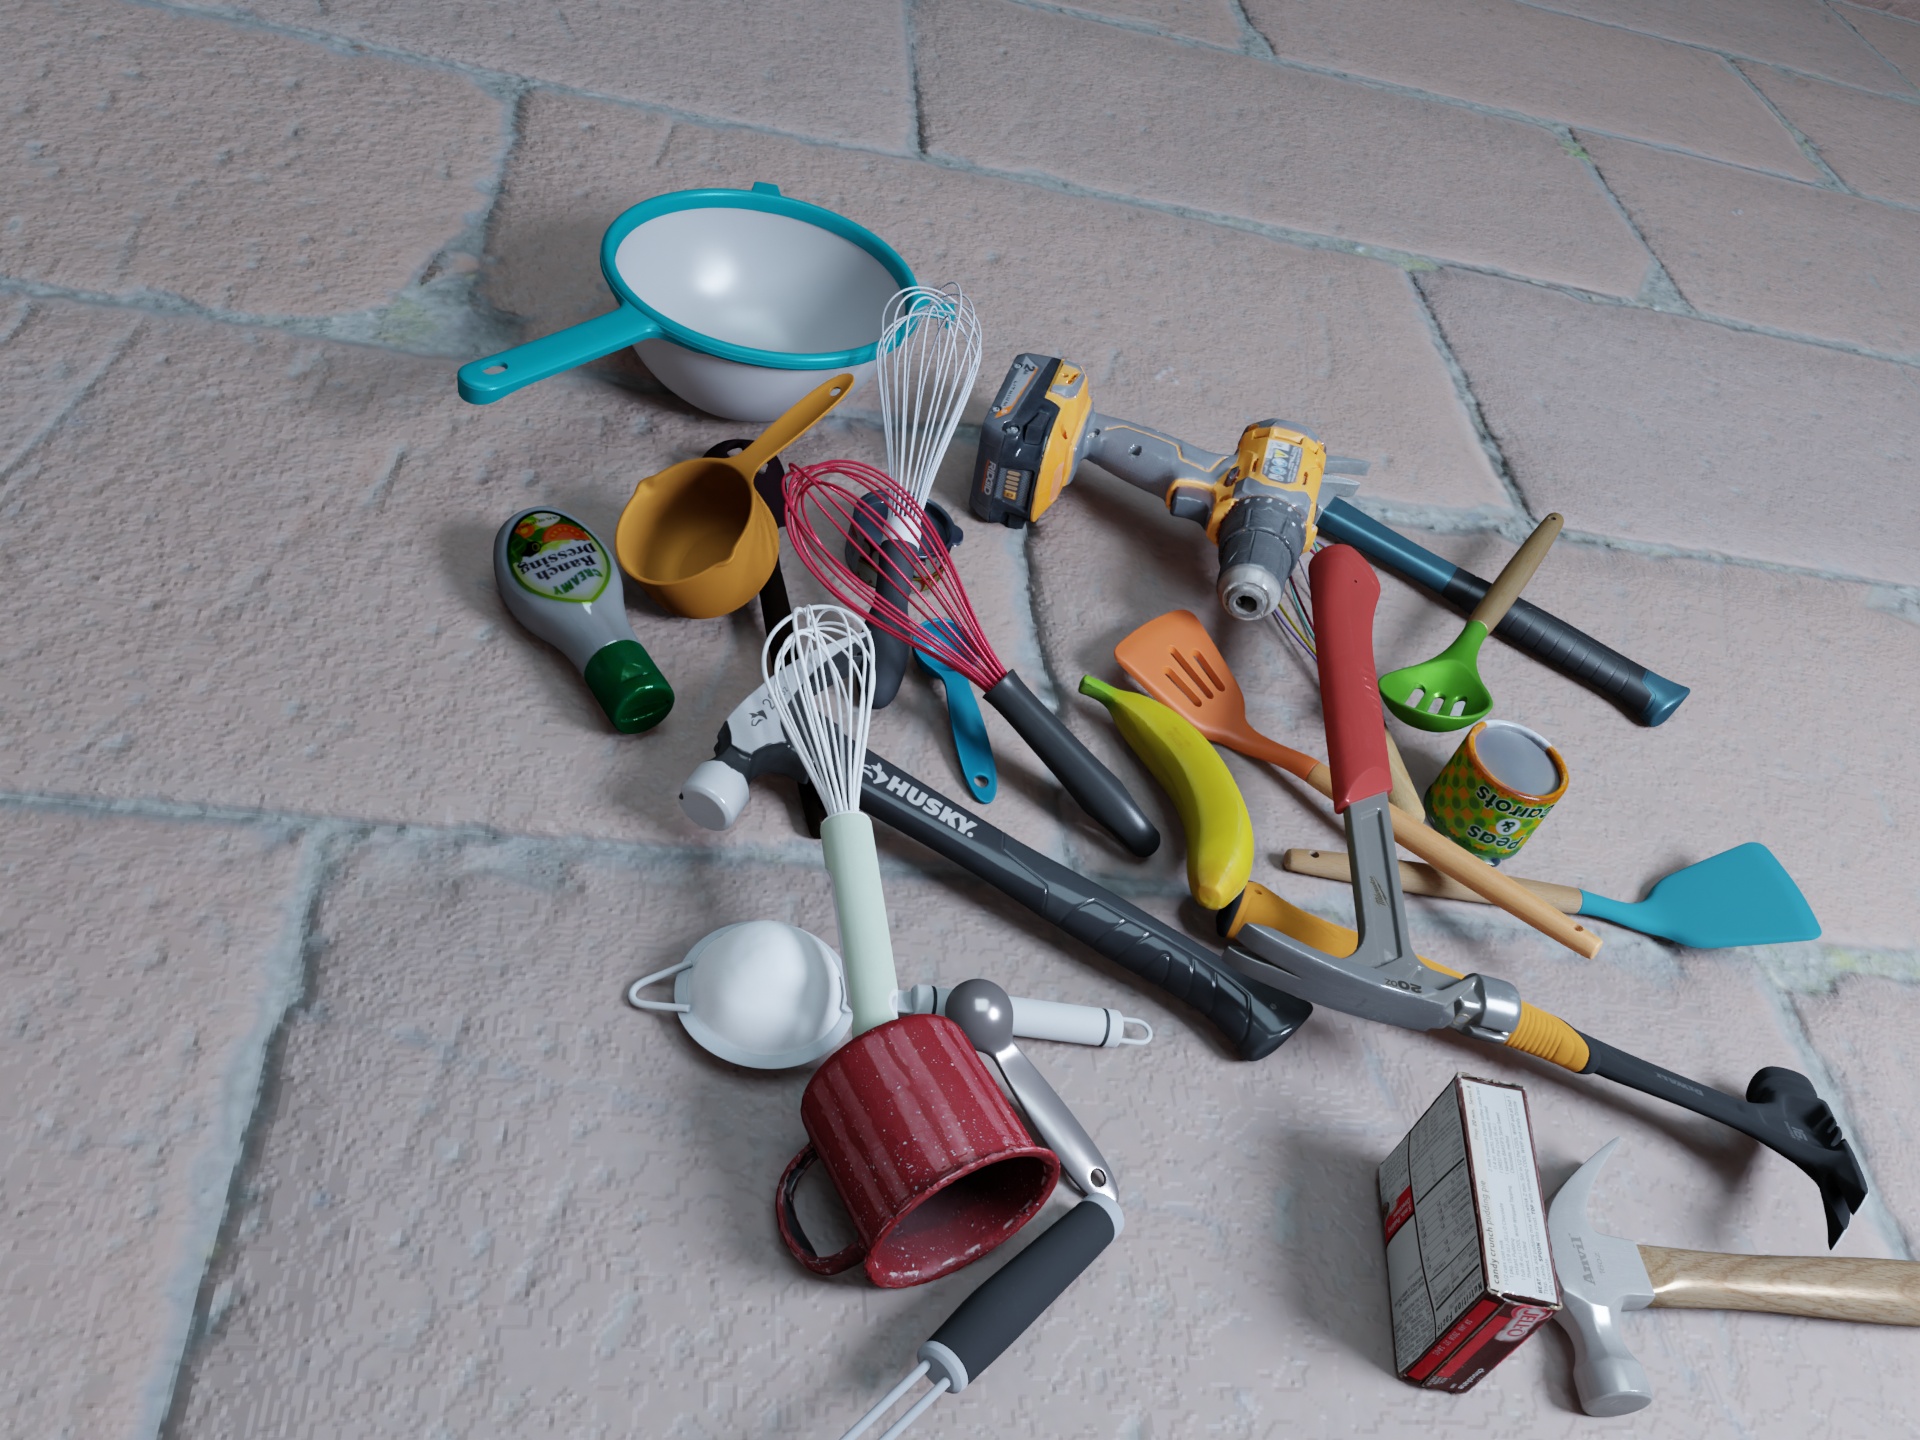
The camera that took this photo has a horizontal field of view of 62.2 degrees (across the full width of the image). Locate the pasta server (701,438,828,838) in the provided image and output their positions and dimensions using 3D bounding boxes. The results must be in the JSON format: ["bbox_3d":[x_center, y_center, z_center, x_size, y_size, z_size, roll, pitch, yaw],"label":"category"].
[{"bbox_3d":[-0.109,-0.060,0.932,0.060,0.040,0.317,0,51,-21],"label":"pasta server"}]

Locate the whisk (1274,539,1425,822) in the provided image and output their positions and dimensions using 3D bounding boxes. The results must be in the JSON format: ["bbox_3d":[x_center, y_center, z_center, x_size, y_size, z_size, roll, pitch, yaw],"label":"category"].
[{"bbox_3d":[0.252,-0.033,1.028,0.047,0.051,0.245,6,48,-23],"label":"whisk"}]

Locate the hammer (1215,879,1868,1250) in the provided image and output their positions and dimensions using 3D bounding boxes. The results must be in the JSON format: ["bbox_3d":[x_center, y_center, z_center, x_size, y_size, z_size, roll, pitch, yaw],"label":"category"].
[{"bbox_3d":[0.294,0.164,0.832,0.337,0.034,0.127,22,20,7],"label":"hammer"}]

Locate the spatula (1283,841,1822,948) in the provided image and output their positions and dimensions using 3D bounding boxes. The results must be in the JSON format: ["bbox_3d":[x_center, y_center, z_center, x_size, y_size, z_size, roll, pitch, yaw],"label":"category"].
[{"bbox_3d":[0.343,0.094,0.936,0.317,0.044,0.082,8,38,-11],"label":"spatula"}]

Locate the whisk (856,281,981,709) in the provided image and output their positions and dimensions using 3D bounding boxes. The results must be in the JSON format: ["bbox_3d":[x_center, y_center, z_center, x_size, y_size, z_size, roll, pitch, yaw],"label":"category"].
[{"bbox_3d":[-0.031,-0.140,0.958,0.070,0.070,0.285,12,71,-10],"label":"whisk"}]

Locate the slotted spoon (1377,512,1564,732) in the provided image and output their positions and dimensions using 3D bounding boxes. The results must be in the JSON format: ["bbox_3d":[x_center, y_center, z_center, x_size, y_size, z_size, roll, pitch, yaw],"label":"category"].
[{"bbox_3d":[0.357,-0.071,1.070,0.070,0.031,0.314,19,40,27],"label":"slotted spoon"}]

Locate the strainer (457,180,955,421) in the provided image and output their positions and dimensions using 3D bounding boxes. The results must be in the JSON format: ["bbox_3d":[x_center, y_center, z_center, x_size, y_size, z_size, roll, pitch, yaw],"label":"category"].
[{"bbox_3d":[-0.179,-0.237,1.030,0.211,0.095,0.340,38,48,21],"label":"strainer"}]

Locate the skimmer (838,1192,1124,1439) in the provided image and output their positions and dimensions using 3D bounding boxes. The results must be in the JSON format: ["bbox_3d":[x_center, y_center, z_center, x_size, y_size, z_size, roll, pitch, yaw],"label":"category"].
[{"bbox_3d":[-0.054,0.294,0.601,0.127,0.090,0.363,39,36,22],"label":"skimmer"}]

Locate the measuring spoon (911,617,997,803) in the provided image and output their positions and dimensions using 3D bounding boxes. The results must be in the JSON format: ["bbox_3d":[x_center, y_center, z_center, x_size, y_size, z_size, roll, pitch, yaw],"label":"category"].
[{"bbox_3d":[-0.001,-0.003,0.926,0.042,0.021,0.129,-1,57,-21],"label":"measuring spoon"}]

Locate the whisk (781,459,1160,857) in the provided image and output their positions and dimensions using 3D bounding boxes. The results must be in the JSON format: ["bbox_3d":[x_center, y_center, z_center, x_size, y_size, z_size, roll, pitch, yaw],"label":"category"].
[{"bbox_3d":[0.008,-0.035,0.882,0.296,0.073,0.073,47,46,-1],"label":"whisk"}]

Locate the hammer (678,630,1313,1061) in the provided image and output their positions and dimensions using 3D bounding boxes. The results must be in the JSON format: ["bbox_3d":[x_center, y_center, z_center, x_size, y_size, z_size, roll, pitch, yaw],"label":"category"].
[{"bbox_3d":[0.032,0.074,0.828,0.335,0.035,0.146,30,49,4],"label":"hammer"}]

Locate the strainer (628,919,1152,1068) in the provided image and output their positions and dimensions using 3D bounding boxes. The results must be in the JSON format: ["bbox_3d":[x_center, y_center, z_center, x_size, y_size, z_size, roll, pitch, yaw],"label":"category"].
[{"bbox_3d":[-0.026,0.133,0.764,0.258,0.050,0.087,10,41,-16],"label":"strainer"}]

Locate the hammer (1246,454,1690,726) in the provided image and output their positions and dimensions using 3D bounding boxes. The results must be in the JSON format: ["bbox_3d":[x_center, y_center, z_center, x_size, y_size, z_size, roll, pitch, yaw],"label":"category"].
[{"bbox_3d":[0.360,-0.092,1.132,0.331,0.033,0.128,32,46,11],"label":"hammer"}]

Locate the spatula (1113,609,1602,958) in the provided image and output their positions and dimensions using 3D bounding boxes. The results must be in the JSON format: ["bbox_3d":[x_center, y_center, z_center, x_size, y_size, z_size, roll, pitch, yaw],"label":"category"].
[{"bbox_3d":[0.230,0.037,0.932,0.323,0.041,0.081,35,44,28],"label":"spatula"}]

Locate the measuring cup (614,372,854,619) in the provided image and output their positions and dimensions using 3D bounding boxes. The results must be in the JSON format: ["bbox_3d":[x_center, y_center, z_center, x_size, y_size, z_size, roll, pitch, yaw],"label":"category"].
[{"bbox_3d":[-0.118,-0.130,0.923,0.173,0.052,0.095,-43,55,-9],"label":"measuring cup"}]

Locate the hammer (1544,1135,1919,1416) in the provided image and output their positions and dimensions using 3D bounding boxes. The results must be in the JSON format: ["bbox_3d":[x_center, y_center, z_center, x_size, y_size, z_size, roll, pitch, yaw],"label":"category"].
[{"bbox_3d":[0.435,0.281,0.795,0.331,0.031,0.130,8,46,-14],"label":"hammer"}]

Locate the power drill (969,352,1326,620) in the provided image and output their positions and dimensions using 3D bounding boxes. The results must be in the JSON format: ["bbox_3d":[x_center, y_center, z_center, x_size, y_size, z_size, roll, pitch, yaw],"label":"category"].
[{"bbox_3d":[0.124,-0.151,1.049,0.226,0.084,0.185,16,44,6],"label":"power drill"}]

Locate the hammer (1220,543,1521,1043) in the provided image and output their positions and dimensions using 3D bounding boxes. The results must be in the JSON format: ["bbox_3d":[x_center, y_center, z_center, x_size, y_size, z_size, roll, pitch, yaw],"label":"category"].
[{"bbox_3d":[0.214,0.016,0.892,0.149,0.036,0.359,18,41,-9],"label":"hammer"}]

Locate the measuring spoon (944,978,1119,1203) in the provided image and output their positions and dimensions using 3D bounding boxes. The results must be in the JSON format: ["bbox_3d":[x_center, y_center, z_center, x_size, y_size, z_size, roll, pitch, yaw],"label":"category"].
[{"bbox_3d":[0.037,0.172,0.739,0.034,0.018,0.124,-31,80,-34],"label":"measuring spoon"}]

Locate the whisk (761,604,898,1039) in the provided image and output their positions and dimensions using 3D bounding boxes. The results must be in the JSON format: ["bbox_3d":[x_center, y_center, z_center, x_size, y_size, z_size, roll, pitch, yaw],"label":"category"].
[{"bbox_3d":[-0.058,0.043,0.767,0.059,0.057,0.247,-13,58,3],"label":"whisk"}]
